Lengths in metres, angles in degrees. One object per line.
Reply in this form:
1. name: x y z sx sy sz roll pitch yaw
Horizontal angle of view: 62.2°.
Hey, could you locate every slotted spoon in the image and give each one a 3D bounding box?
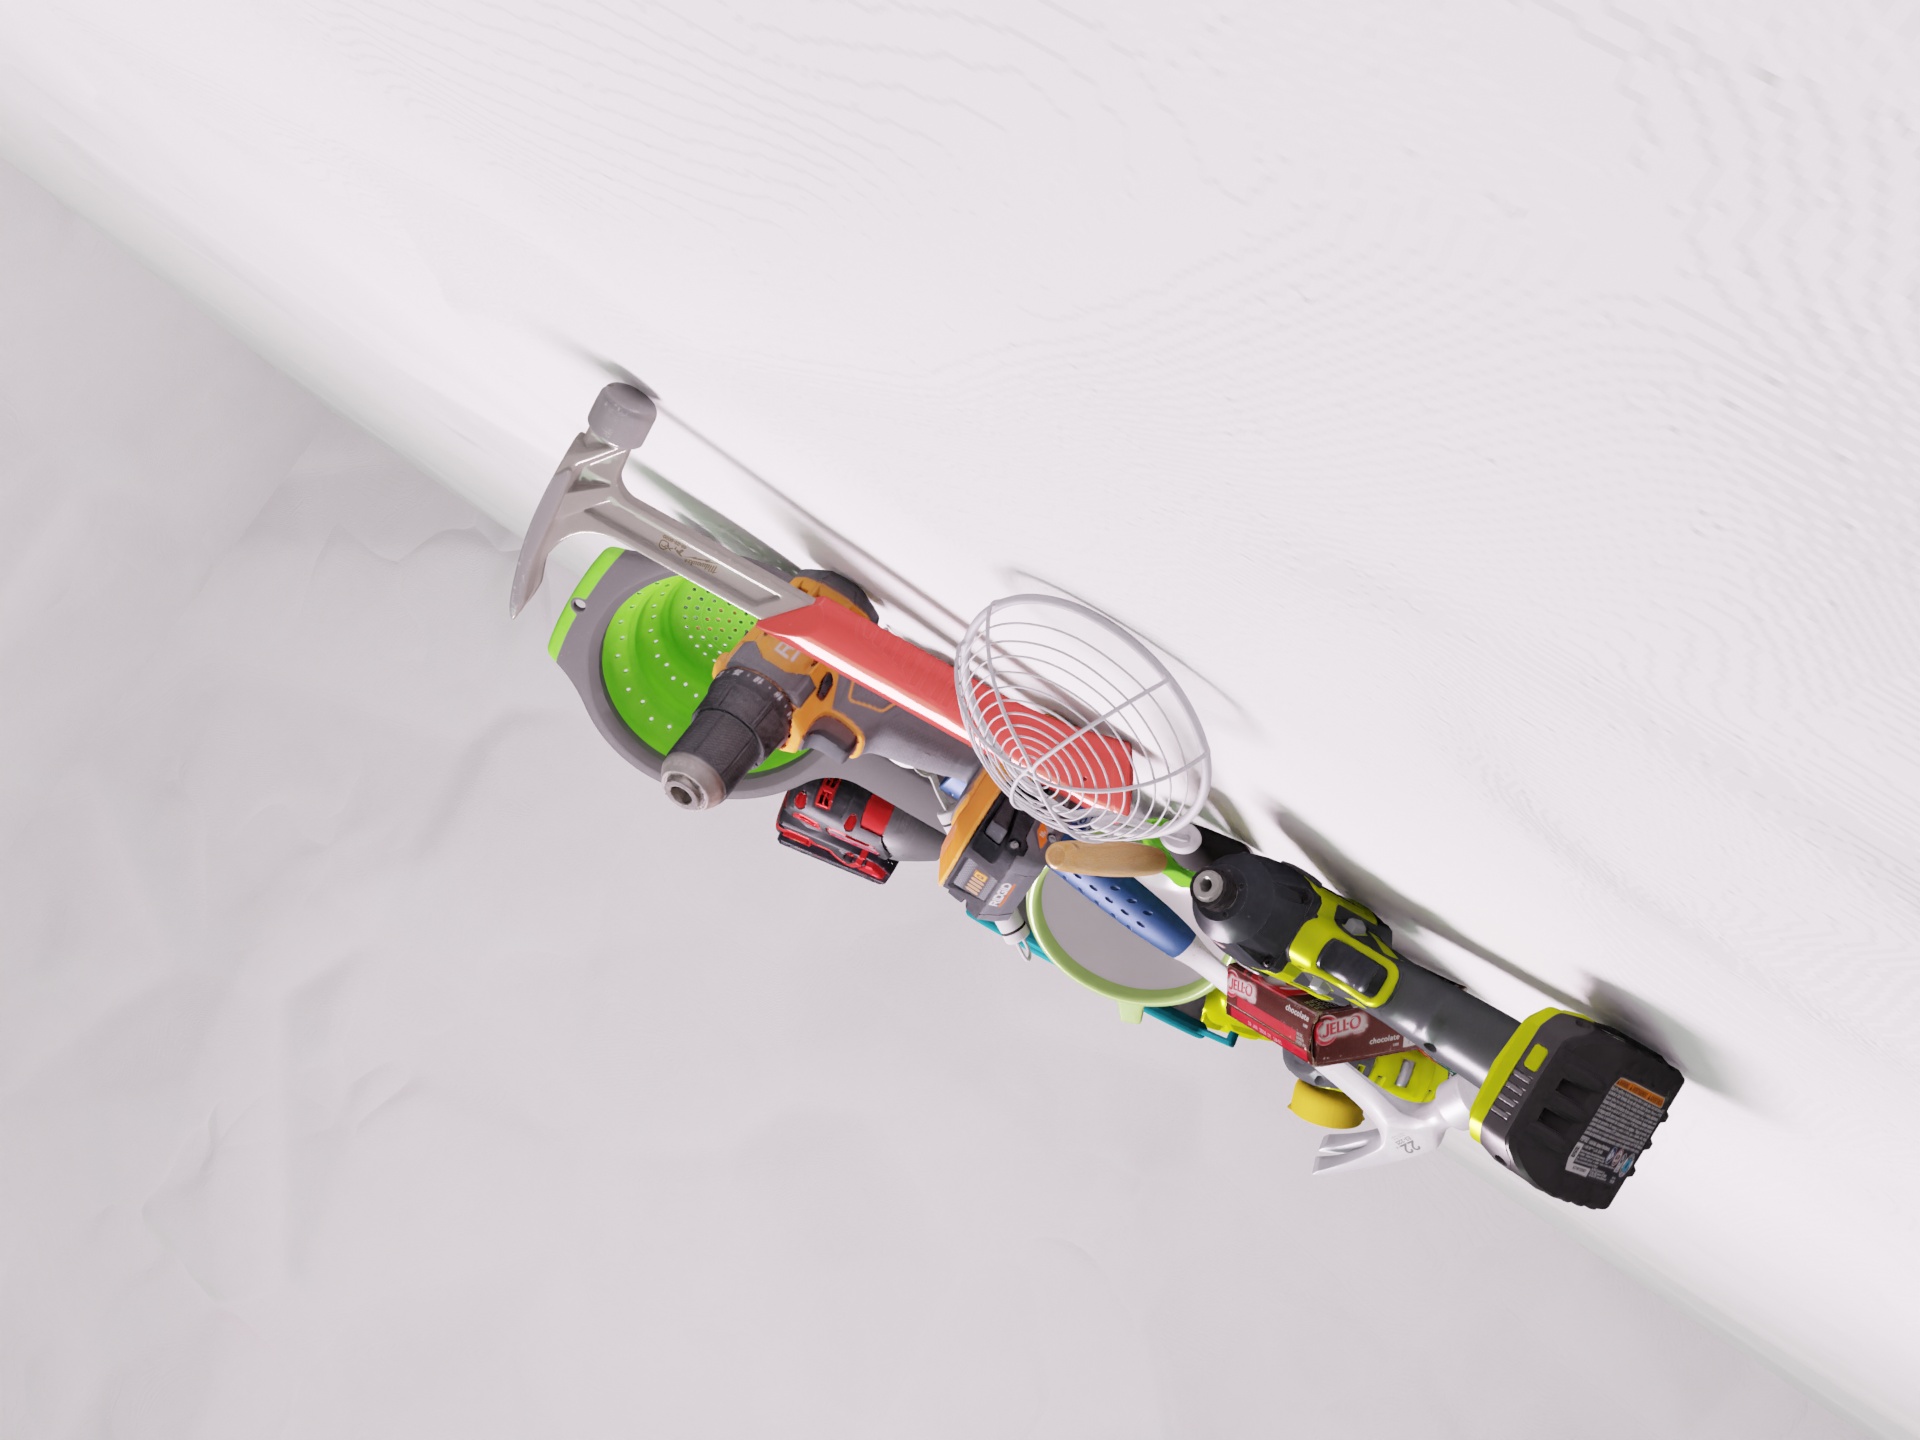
1. slotted spoon: 0.100 0.077 0.890 0.070 0.031 0.313 40 -171 19

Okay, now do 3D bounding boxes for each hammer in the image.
1. hammer: -0.065 -0.035 0.872 0.359 0.149 0.037 29 -149 -8
2. hammer: 0.152 0.158 1.048 0.405 0.035 0.144 39 133 -4

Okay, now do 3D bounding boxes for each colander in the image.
1. colander: -0.100 -0.010 1.177 0.397 0.204 0.095 31 -150 -14

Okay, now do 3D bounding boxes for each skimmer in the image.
1. skimmer: 0.105 0.026 0.800 0.127 0.090 0.363 24 -179 27

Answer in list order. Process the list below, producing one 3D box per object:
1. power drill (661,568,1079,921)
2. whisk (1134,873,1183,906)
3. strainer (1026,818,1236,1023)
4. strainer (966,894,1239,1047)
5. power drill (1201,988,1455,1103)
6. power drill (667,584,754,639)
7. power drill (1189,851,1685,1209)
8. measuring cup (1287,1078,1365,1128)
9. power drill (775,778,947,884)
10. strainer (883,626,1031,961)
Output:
1. power drill: -0.048 0.025 0.932 0.226 0.185 0.084 32 139 3
2. whisk: 0.211 0.148 1.166 0.239 0.055 0.055 29 174 3
3. strainer: 0.087 0.086 1.098 0.256 0.151 0.069 42 -144 -7
4. strainer: 0.096 0.154 1.312 0.211 0.095 0.340 29 176 -19
5. power drill: 0.293 0.245 1.260 0.190 0.080 0.229 20 180 -28
6. power drill: -0.148 -0.062 1.283 0.227 0.080 0.188 37 174 6
7. power drill: 0.222 0.140 0.787 0.223 0.080 0.171 32 -177 42
8. measuring cup: 0.299 0.290 1.316 0.062 0.029 0.156 8 -167 4
9. power drill: -0.079 0.082 1.319 0.143 0.078 0.219 23 170 -7
10. strainer: -0.012 0.059 1.097 0.258 0.050 0.087 62 -162 -11
